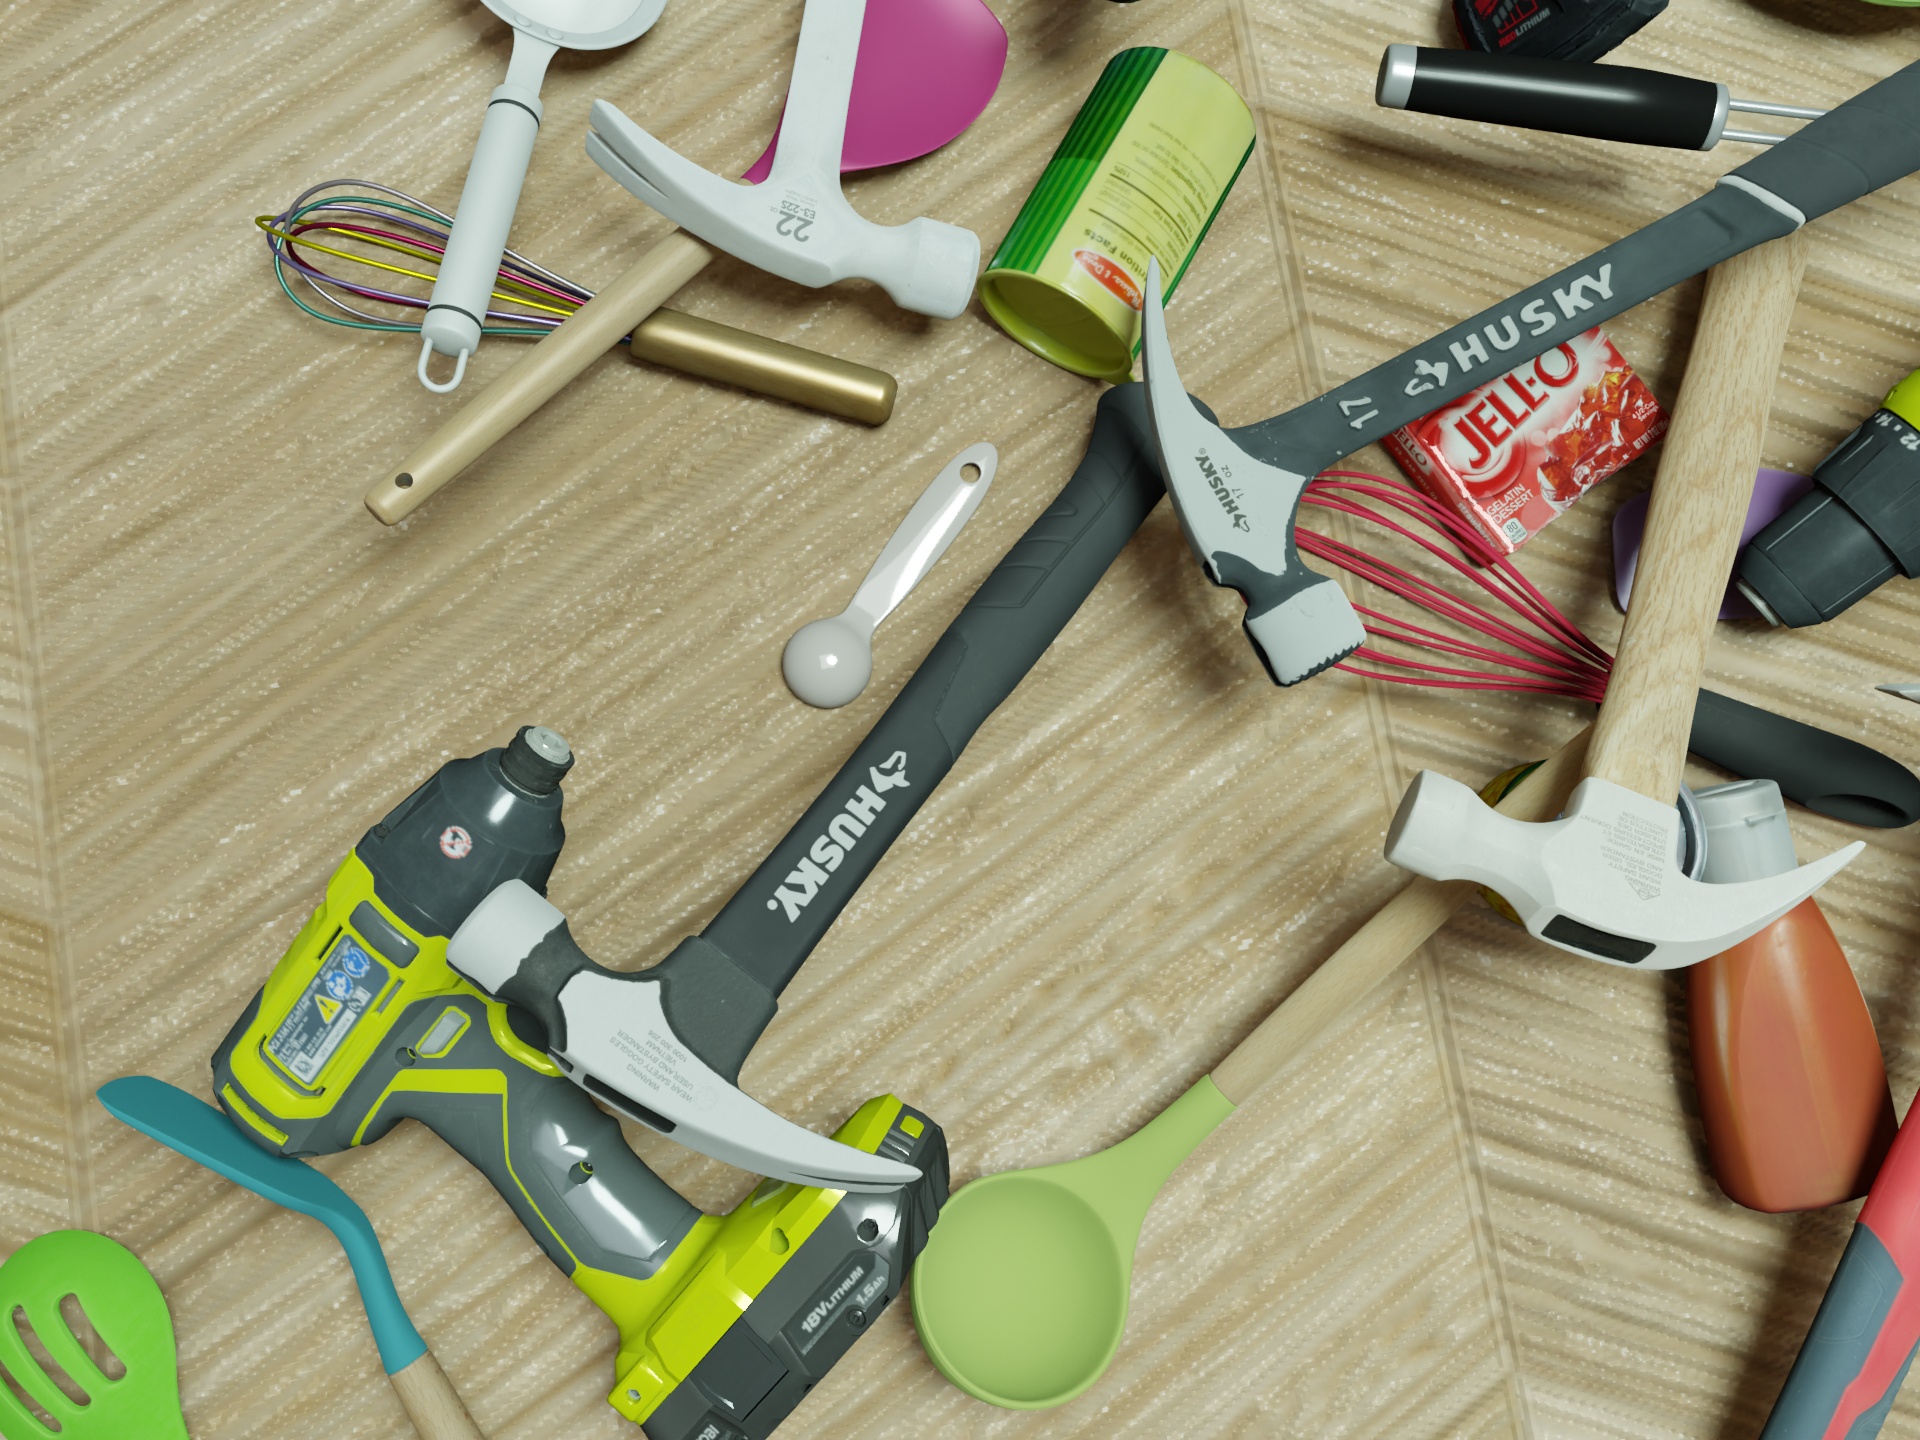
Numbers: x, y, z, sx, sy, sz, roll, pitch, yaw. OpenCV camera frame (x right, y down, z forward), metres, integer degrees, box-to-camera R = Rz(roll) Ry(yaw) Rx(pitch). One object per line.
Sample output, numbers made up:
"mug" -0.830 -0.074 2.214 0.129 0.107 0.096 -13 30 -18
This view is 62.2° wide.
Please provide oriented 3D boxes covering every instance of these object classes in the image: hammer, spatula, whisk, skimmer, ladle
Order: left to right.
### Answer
"spatula" -0.185 0.247 0.541 0.044 0.082 0.317 -31 90 -17
"whisk" -0.144 -0.152 0.599 0.245 0.047 0.051 15 81 -4
"hammer" -0.039 -0.357 0.611 0.144 0.035 0.406 12 76 -17
"hammer" -0.001 -0.002 0.531 0.146 0.035 0.335 38 61 1
"ladle" 0.109 0.110 0.539 0.320 0.062 0.078 -44 84 5
"whisk" 0.226 -0.020 0.591 0.296 0.073 0.073 22 82 -5
"hammer" 0.254 -0.061 0.549 0.130 0.031 0.331 23 60 8
"hammer" 0.250 -0.170 0.540 0.409 0.036 0.149 -28 82 -1
"skimmer" 0.334 -0.213 0.605 0.363 0.090 0.127 8 97 2
"hammer" 0.301 0.180 0.534 0.143 0.038 0.386 22 94 -10
"spatula" 0.412 -0.072 0.624 0.316 0.018 0.060 -1 87 -2

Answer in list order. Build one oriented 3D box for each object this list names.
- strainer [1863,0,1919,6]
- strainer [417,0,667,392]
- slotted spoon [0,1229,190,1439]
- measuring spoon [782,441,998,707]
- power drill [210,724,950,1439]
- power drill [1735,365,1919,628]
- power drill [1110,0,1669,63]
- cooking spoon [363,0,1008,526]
"strainer" 0.385 -0.404 0.607 0.151 0.069 0.256 19 81 1
"strainer" -0.164 -0.230 0.586 0.086 0.050 0.259 17 66 -22
"slotted spoon" -0.228 0.303 0.543 0.070 0.031 0.314 -43 88 -5
"measuring spoon" -0.024 -0.058 0.603 0.034 0.018 0.124 36 82 2
"power drill" -0.120 0.123 0.527 0.223 0.080 0.171 40 105 3
"power drill" 0.420 -0.045 0.569 0.228 0.080 0.190 46 111 -2
"power drill" 0.151 -0.317 0.583 0.226 0.080 0.188 20 82 -17
"cooking spoon" -0.095 -0.179 0.588 0.068 0.017 0.319 45 70 -6
